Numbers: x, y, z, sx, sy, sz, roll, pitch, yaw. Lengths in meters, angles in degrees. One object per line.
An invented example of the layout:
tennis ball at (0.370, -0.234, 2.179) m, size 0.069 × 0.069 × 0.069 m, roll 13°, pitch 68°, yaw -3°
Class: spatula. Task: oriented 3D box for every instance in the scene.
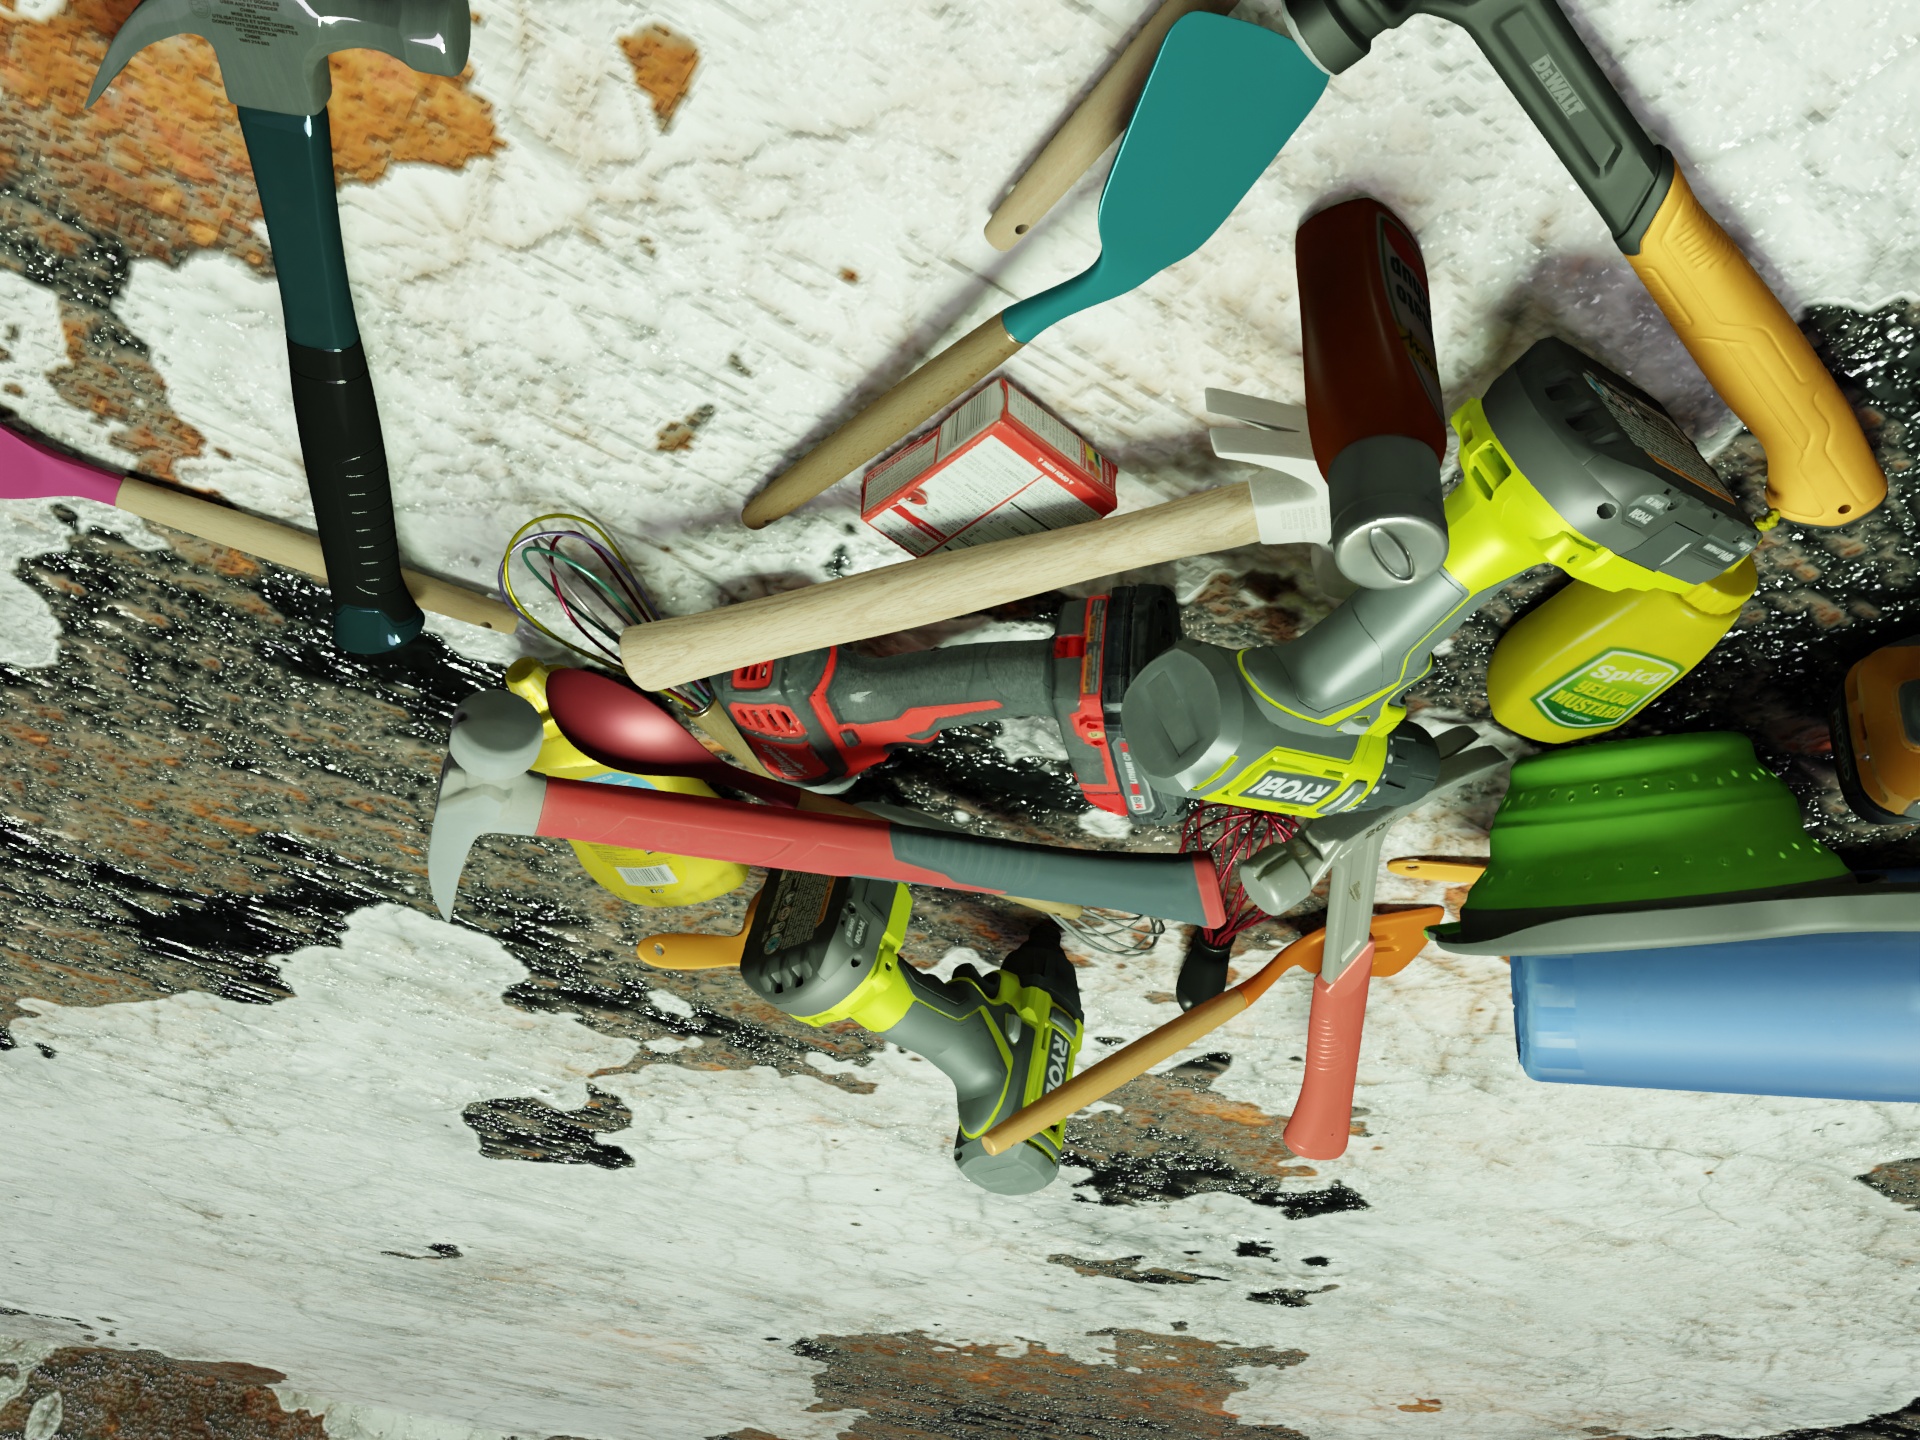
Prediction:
spatula at (0.151, 0.181, 0.933) m, size 0.322 × 0.041 × 0.081 m, roll -23°, pitch 149°, yaw -27°
spatula at (0.003, -0.150, 0.614) m, size 0.082 × 0.044 × 0.317 m, roll -5°, pitch 165°, yaw -43°
spatula at (0.100, -0.250, 0.479) m, size 0.059 × 0.018 × 0.316 m, roll 4°, pitch 150°, yaw -37°

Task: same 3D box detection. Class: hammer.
hammer at (-0.053, 0.070, 0.767) m, size 0.386 × 0.038 × 0.143 m, roll 10°, pitch 140°, yaw -19°
hammer at (0.226, 0.153, 0.917) m, size 0.149 × 0.037 × 0.358 m, roll -29°, pitch 141°, yaw -15°
hammer at (0.258, -0.172, 0.558) m, size 0.127 × 0.034 × 0.336 m, roll -26°, pitch 134°, yaw 36°
hammer at (0.011, -0.063, 0.675) m, size 0.331 × 0.031 × 0.129 m, roll -12°, pitch 150°, yaw 11°
hammer at (-0.252, -0.143, 0.638) m, size 0.128 × 0.033 × 0.330 m, roll 9°, pitch 140°, yaw -5°

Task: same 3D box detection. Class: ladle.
ladle at (-0.062, 0.047, 0.790) m, size 0.315 × 0.031 × 0.069 m, roll 24°, pitch 154°, yaw -29°

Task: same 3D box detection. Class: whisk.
whisk at (0.031, 0.088, 0.898) m, size 0.238 × 0.055 × 0.055 m, roll 22°, pitch 141°, yaw -34°
whisk at (-0.140, -0.024, 0.800) m, size 0.051 × 0.047 × 0.244 m, roll -3°, pitch 149°, yaw 30°
whisk at (0.154, 0.119, 0.943) m, size 0.073 × 0.073 × 0.295 m, roll 3°, pitch 149°, yaw 3°

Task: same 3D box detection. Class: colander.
colander at (0.363, 0.046, 0.702) m, size 0.204 × 0.094 × 0.397 m, roll -4°, pitch 174°, yaw -23°

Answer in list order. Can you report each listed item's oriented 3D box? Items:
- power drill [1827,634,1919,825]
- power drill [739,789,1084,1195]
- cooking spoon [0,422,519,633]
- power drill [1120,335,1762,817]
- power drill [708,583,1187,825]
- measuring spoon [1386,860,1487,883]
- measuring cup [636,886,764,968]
power drill at (0.483, -0.023, 0.650) m, size 0.185 × 0.084 × 0.226 m, roll -1°, pitch 160°, yaw 8°
power drill at (-0.013, 0.148, 0.923) m, size 0.080 × 0.171 × 0.223 m, roll -23°, pitch 127°, yaw 34°
cooking spoon at (-0.363, -0.097, 0.740) m, size 0.318 × 0.017 × 0.068 m, roll 19°, pitch 142°, yaw -18°
power drill at (0.201, -0.037, 0.662) m, size 0.190 × 0.080 × 0.228 m, roll 10°, pitch 137°, yaw -43°
power drill at (-0.001, -0.002, 0.778) m, size 0.219 × 0.079 × 0.143 m, roll 0°, pitch 151°, yaw 13°
measuring spoon at (0.307, 0.086, 0.924) m, size 0.117 × 0.011 × 0.021 m, roll 3°, pitch 149°, yaw 8°
measuring cup at (-0.107, 0.126, 0.924) m, size 0.052 × 0.095 × 0.173 m, roll -28°, pitch 158°, yaw 33°
